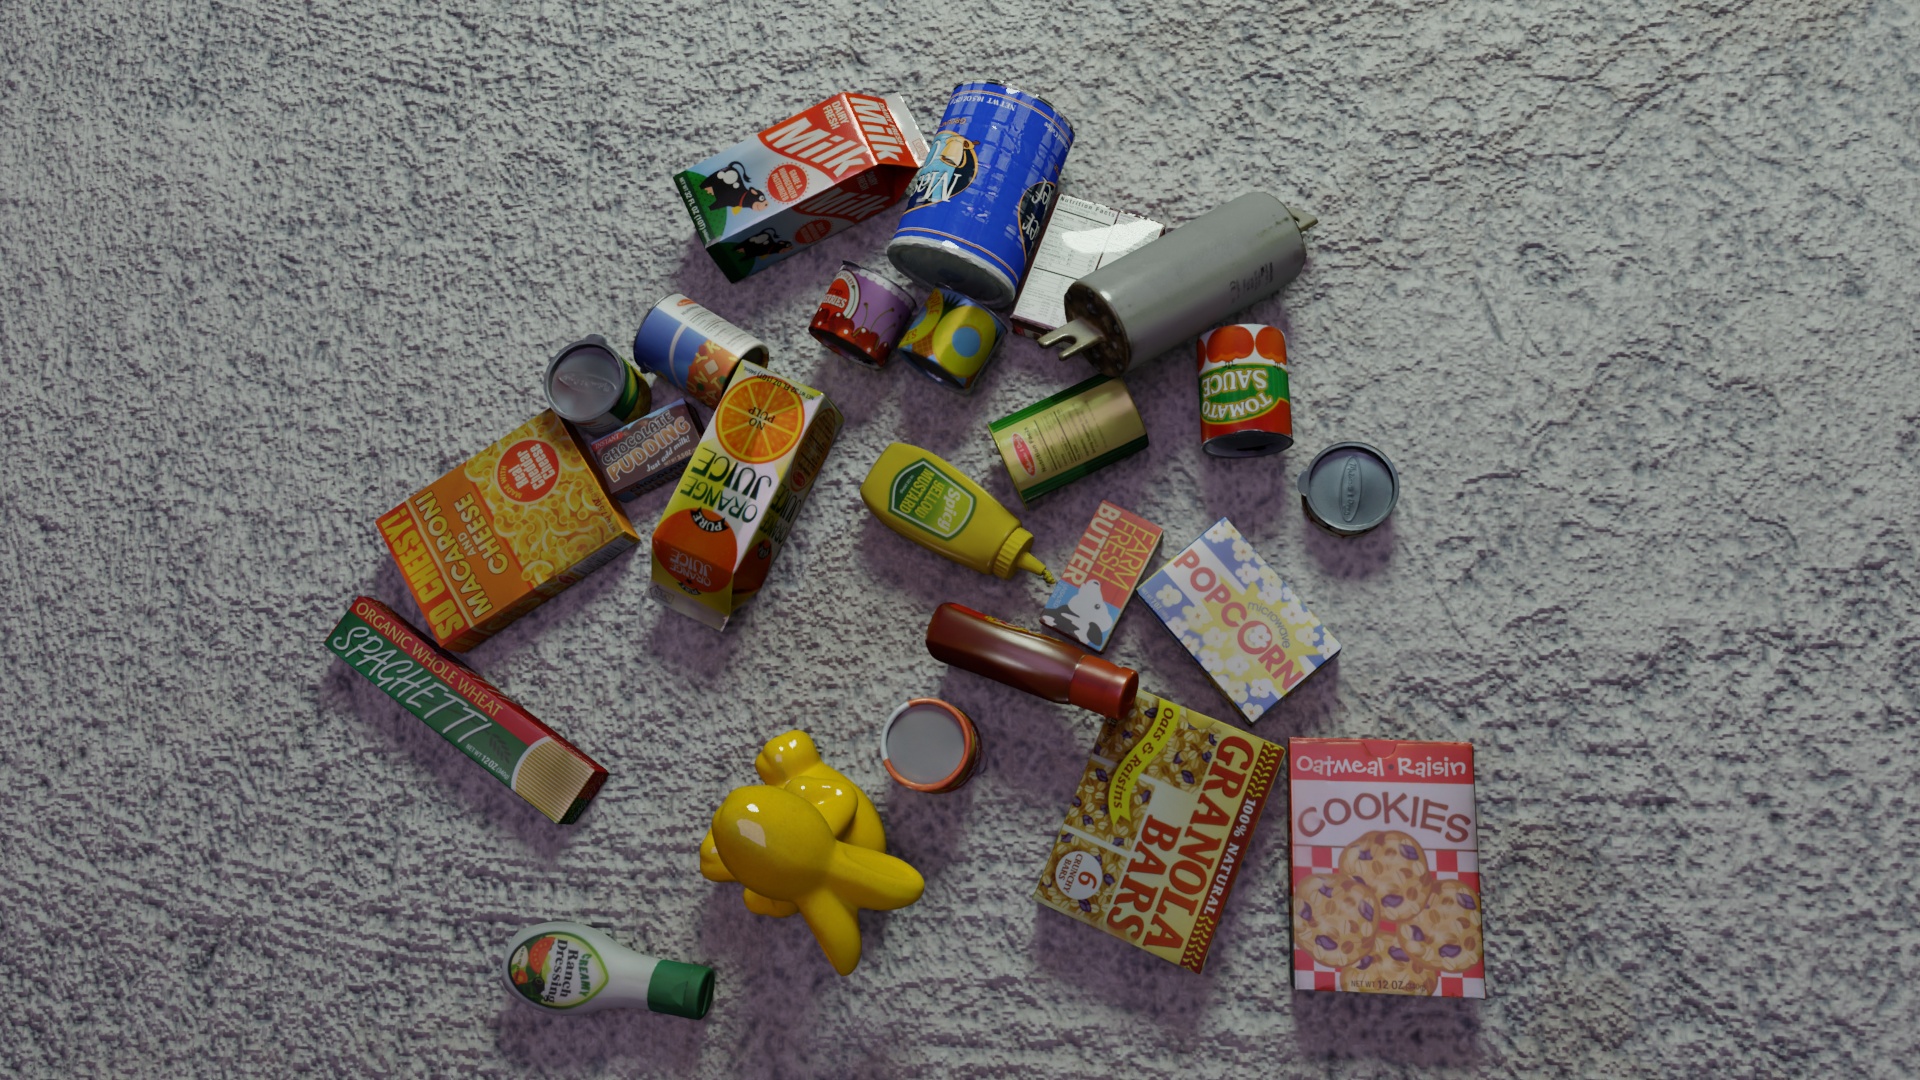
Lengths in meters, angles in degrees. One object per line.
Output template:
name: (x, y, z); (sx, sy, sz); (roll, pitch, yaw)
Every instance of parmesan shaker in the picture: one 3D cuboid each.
parmesan shaker: (0.081, -0.075, 1.028); (0.103, 0.071, 0.071); (-24, 75, 2)

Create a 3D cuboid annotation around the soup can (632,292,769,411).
soup can: (-0.203, -0.143, 1.085); (0.084, 0.071, 0.071); (31, 84, 13)

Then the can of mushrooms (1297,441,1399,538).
can of mushrooms: (0.279, -0.037, 1.006); (0.071, 0.033, 0.071); (-2, 78, 8)

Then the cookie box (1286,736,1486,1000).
cookie box: (0.286, 0.220, 0.944); (0.123, 0.040, 0.167); (0, 77, 8)

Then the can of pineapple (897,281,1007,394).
can of pineapple: (-0.008, -0.153, 1.056); (0.071, 0.071, 0.058); (30, 84, 13)

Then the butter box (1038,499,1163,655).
butter box: (0.104, 0.027, 1.022); (0.053, 0.024, 0.103); (27, 83, 12)

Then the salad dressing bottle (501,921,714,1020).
salad dressing bottle: (-0.252, 0.313, 1.000); (0.148, 0.044, 0.064); (7, 78, 9)

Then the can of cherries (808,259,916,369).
can of cherries: (-0.078, -0.173, 1.070); (0.071, 0.071, 0.058); (26, 84, 13)

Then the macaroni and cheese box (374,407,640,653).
macaroni and cheese box: (-0.354, -0.008, 1.089); (0.166, 0.040, 0.124); (-33, 75, 0)

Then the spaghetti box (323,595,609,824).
spaghetti box: (-0.383, 0.128, 1.068); (0.250, 0.028, 0.050); (33, 83, 14)

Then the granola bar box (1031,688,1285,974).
granola bar box: (0.139, 0.199, 0.971); (0.124, 0.039, 0.166); (21, 81, 12)

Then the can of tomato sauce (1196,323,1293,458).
can of tomato sauce: (0.206, -0.109, 1.014); (0.071, 0.071, 0.083); (-3, 77, 8)

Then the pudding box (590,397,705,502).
pudding box: (-0.241, -0.071, 1.091); (0.084, 0.030, 0.050); (-25, 74, 2)

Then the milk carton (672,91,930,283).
milk carton: (-0.120, -0.286, 1.100); (0.190, 0.073, 0.072); (-26, 75, 1)

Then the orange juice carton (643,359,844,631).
orange juice carton: (-0.167, -0.031, 1.049); (0.072, 0.073, 0.193); (24, 82, 12)

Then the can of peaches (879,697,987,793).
can of peaches: (-0.019, 0.148, 0.995); (0.071, 0.058, 0.071); (-2, 77, 8)

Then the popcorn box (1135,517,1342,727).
popcorn box: (0.198, 0.058, 0.994); (0.085, 0.038, 0.127); (-39, 75, -2)

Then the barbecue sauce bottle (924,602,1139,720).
barbecue sauce bottle: (0.051, 0.087, 0.982); (0.148, 0.064, 0.044); (18, 81, 24)

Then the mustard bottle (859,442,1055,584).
mustard bottle: (0.004, -0.013, 1.033); (0.160, 0.048, 0.065); (31, 85, 14)

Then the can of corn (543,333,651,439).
can of corn: (-0.284, -0.120, 1.094); (0.071, 0.058, 0.071); (-2, 78, 8)
